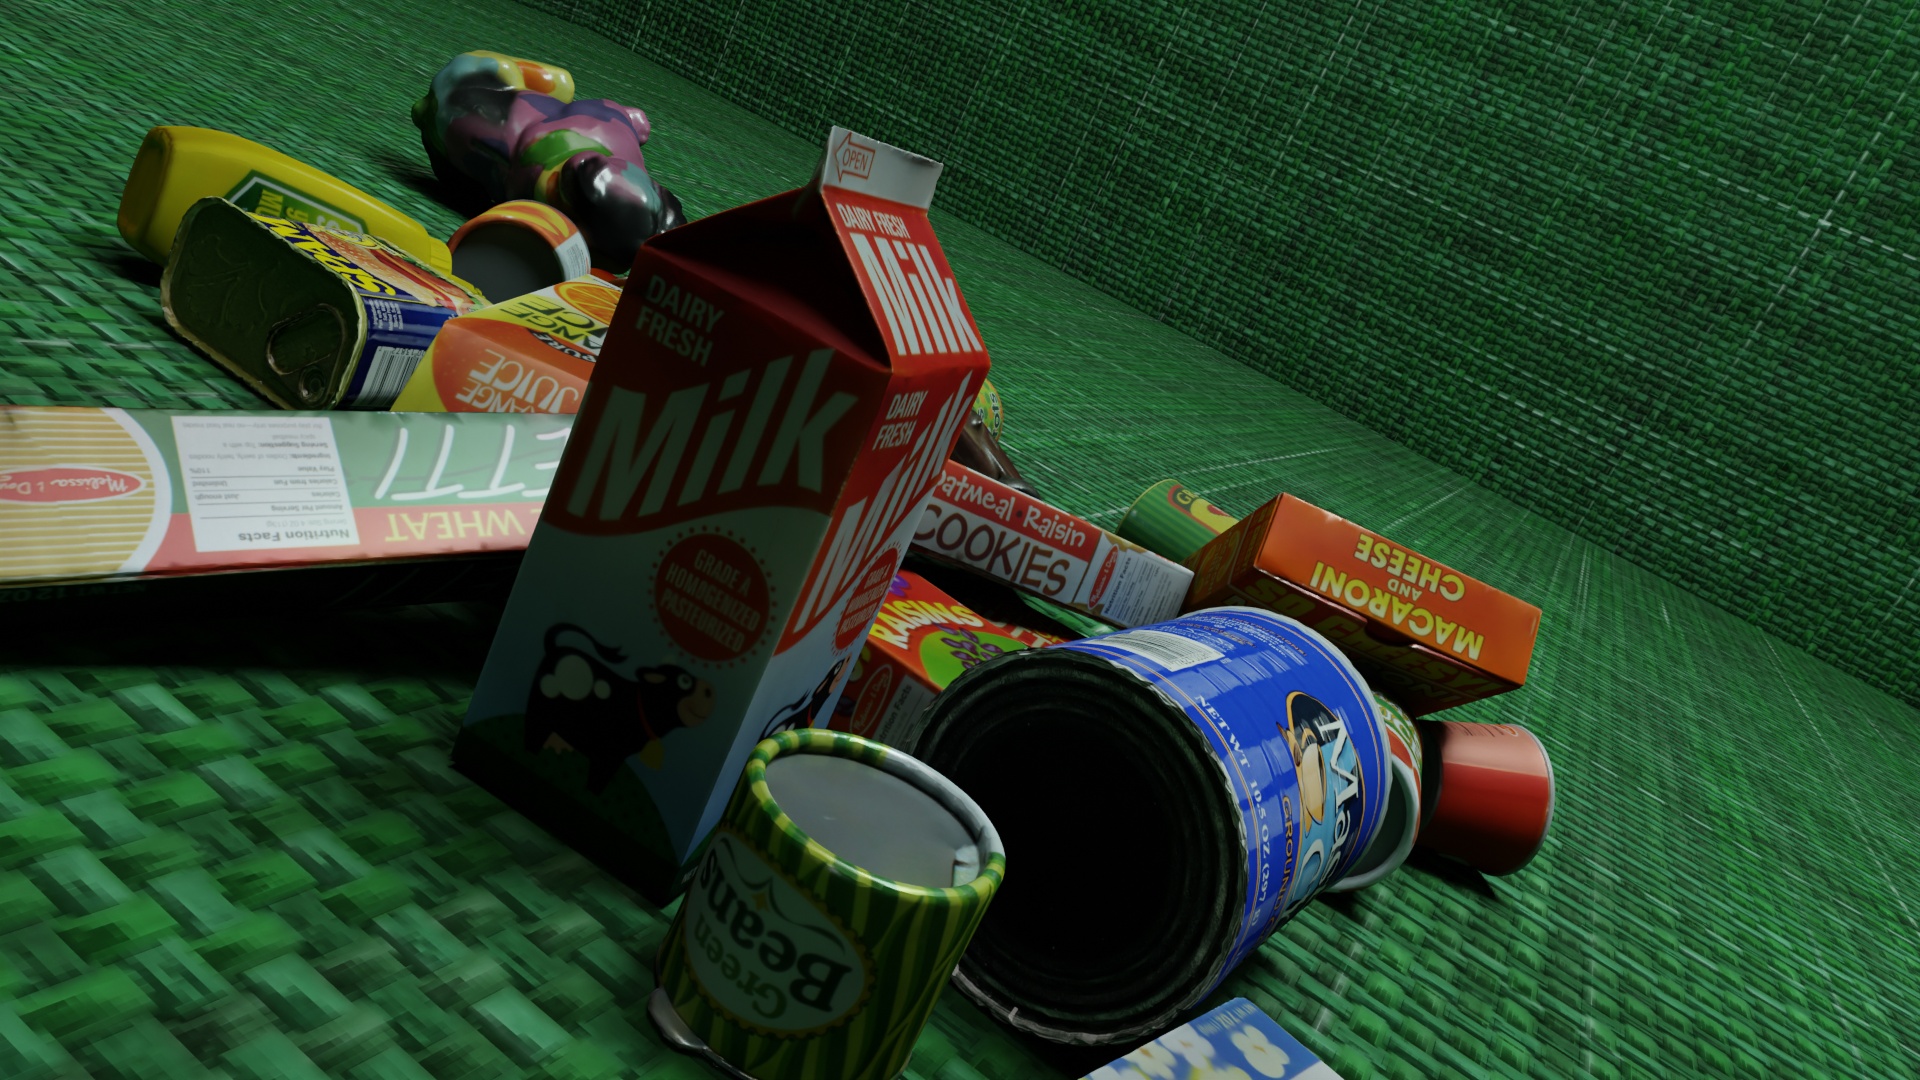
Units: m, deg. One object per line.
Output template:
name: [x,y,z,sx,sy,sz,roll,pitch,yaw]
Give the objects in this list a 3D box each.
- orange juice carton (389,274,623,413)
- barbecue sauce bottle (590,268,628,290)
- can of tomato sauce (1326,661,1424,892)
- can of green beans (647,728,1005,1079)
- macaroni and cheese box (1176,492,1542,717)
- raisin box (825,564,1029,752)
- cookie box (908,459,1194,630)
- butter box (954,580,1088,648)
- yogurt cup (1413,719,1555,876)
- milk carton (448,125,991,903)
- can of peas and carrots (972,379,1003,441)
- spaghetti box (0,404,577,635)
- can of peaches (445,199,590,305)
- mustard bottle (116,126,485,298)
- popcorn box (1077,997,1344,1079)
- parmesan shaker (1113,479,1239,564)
orange juice carton: [-0.153,-0.045,0.529,0.072,0.072,0.193,25,16,-4]
barbecue sauce bottle: [-0.170,-0.114,0.746,0.044,0.064,0.149,15,10,-41]
can of tomato sauce: [0.151,0.093,0.555,0.071,0.071,0.083,29,17,12]
can of green beans: [-0.030,0.086,0.327,0.071,0.057,0.071,23,16,-7]
macaroni and cheese box: [0.163,0.042,0.638,0.124,0.040,0.166,24,-18,-4]
raisin box: [-0.022,0.045,0.504,0.123,0.040,0.086,33,18,20]
cookie box: [0.002,-0.008,0.620,0.167,0.040,0.123,23,0,-37]
butter box: [0.042,0.055,0.593,0.103,0.024,0.053,28,16,8]
yogurt cup: [0.219,0.111,0.616,0.054,0.072,0.072,13,18,-14]
milk carton: [-0.054,-0.013,0.361,0.073,0.190,0.072,29,16,13]
can of peas and carrots: [-0.012,-0.072,0.836,0.071,0.070,0.059,30,16,16]
spaghetti box: [-0.149,-0.009,0.394,0.251,0.028,0.050,-3,62,-41]
can of peaches: [-0.233,-0.140,0.723,0.071,0.071,0.058,22,17,-13]
mustard bottle: [-0.285,-0.133,0.629,0.160,0.065,0.049,13,15,-47]
popcorn box: [0.057,0.150,0.291,0.085,0.038,0.127,37,19,32]
parmesan shaker: [0.144,0.020,0.784,0.103,0.071,0.071,36,19,32]
